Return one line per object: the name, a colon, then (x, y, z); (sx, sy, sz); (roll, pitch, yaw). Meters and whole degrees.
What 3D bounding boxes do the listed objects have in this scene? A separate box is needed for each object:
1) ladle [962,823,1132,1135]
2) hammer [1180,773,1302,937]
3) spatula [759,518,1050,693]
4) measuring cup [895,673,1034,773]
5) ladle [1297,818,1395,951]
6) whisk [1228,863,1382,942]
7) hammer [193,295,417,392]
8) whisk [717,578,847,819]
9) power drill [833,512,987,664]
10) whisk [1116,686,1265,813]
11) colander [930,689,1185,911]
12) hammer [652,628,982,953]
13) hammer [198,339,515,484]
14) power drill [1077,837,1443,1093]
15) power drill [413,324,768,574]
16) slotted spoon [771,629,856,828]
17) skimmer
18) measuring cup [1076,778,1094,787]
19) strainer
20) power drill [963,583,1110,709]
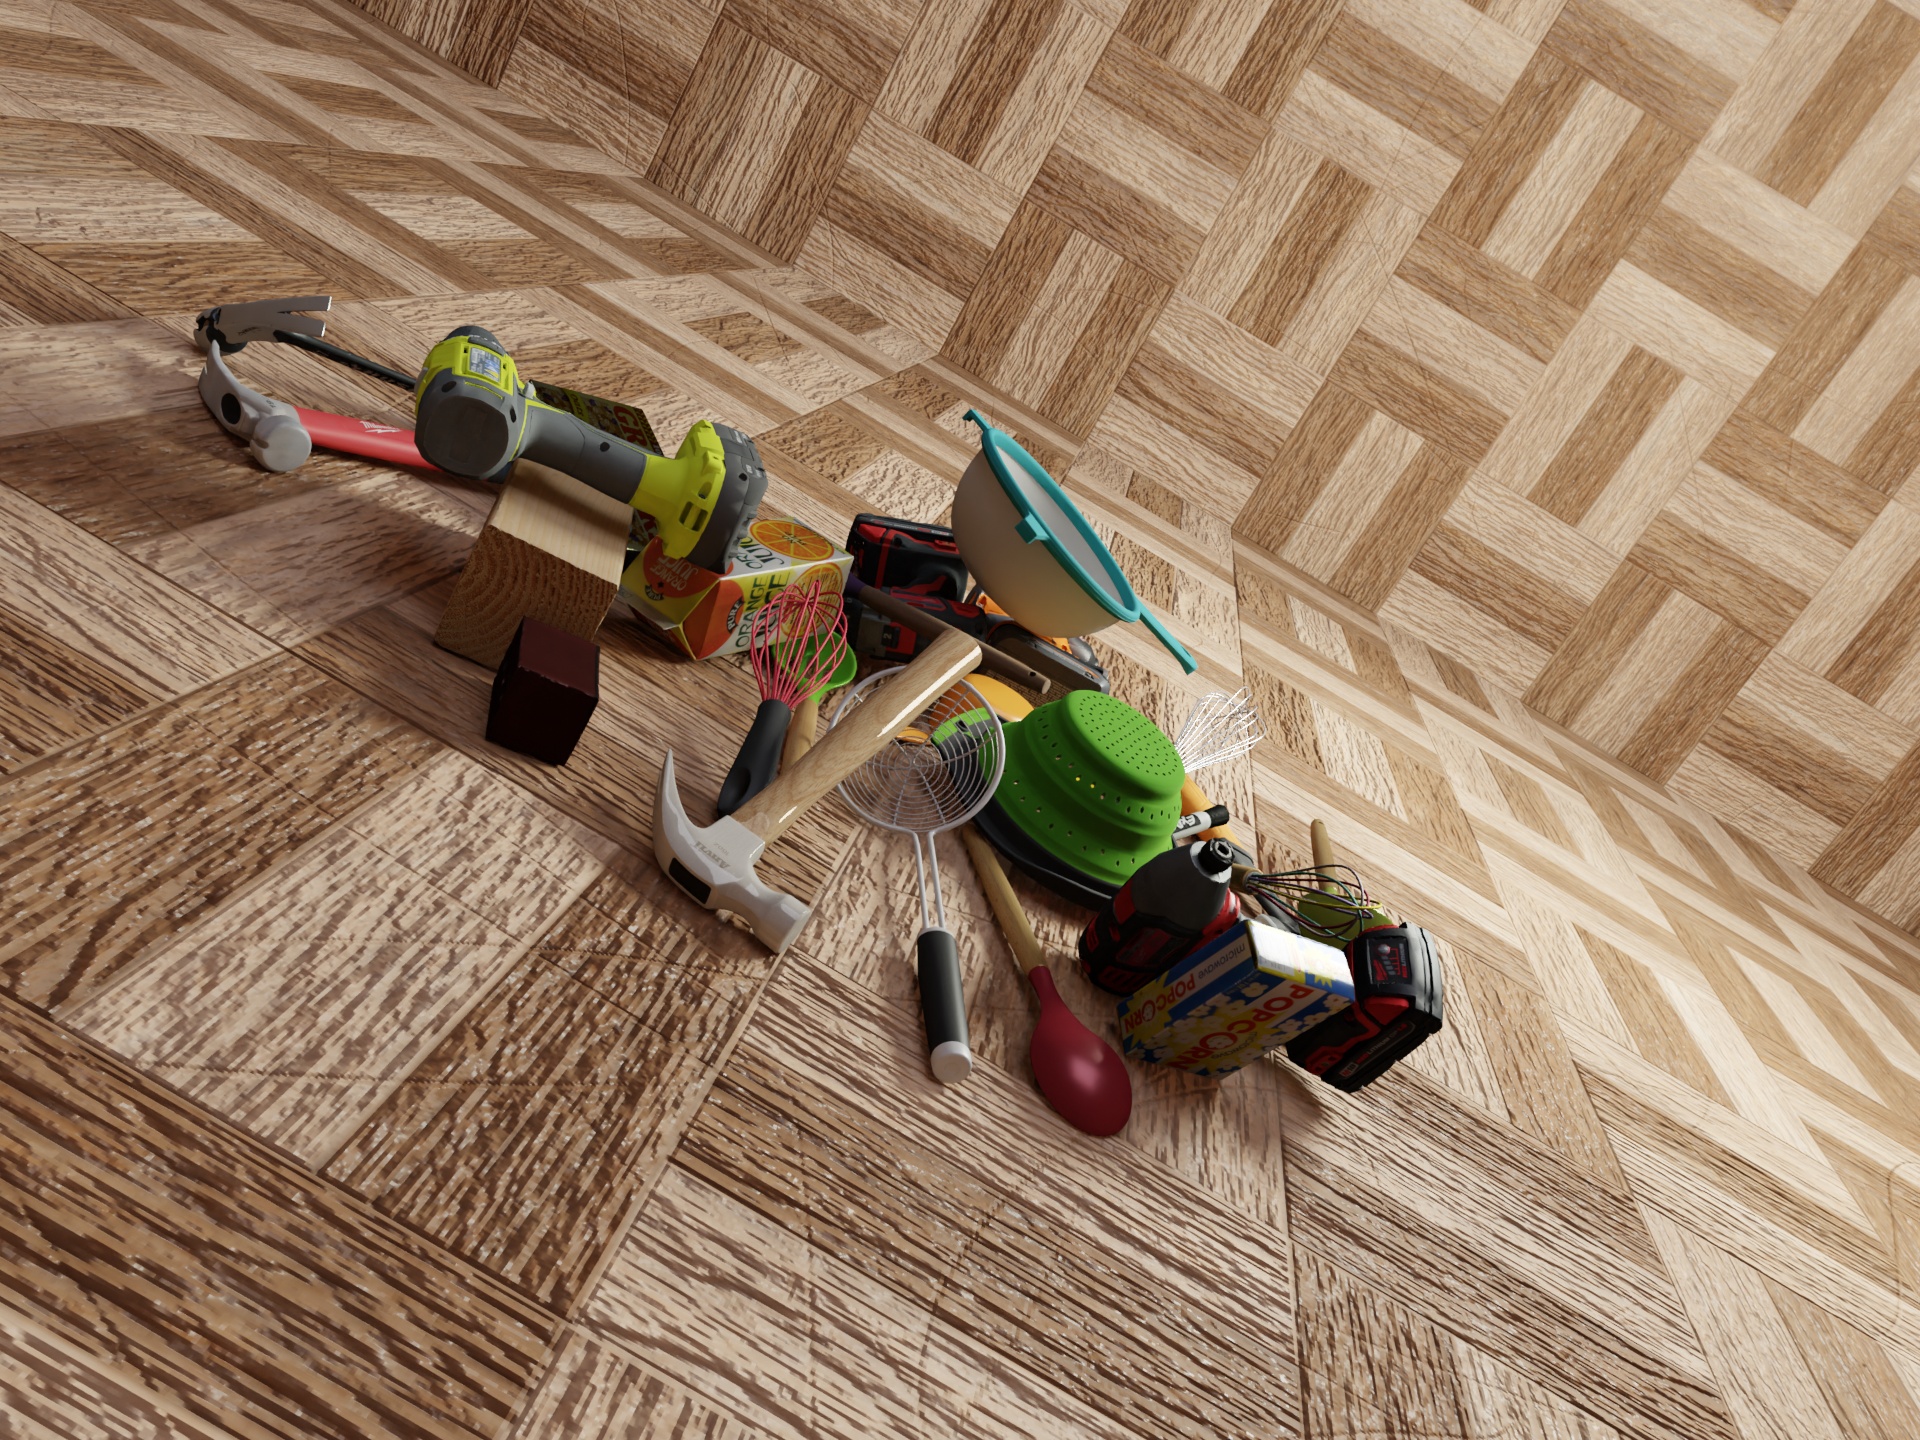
ladle: (0.044, 0.151, 1.032); (0.069, 0.031, 0.316); (21, 20, -24)
hammer: (0.238, 0.108, 1.416); (0.127, 0.034, 0.337); (18, 23, -31)
spatula: (-0.060, -0.092, 1.292); (0.316, 0.018, 0.060); (28, 55, 25)
measuring cup: (-0.002, -0.004, 1.304); (0.095, 0.052, 0.173); (43, 20, 32)
ladle: (0.316, 0.128, 1.345); (0.078, 0.062, 0.320); (24, 17, 3)
whisk: (0.242, 0.129, 1.228); (0.051, 0.047, 0.245); (65, -19, -12)
hammer: (-0.396, -0.257, 1.306); (0.149, 0.036, 0.408); (3, -9, 42)
whisk: (-0.126, -0.015, 1.102); (0.073, 0.073, 0.296); (27, 31, -11)
power drill: (-0.073, -0.114, 1.415); (0.188, 0.080, 0.227); (9, 23, -5)
whisk: (0.194, 0.036, 1.415); (0.070, 0.070, 0.284); (37, 38, 17)
colander: (0.161, 0.097, 1.183); (0.397, 0.094, 0.204); (41, 27, 13)
hammer: (-0.077, 0.017, 1.019); (0.130, 0.031, 0.331); (35, 38, 9)
hammer: (-0.396, -0.213, 1.261); (0.386, 0.038, 0.143); (6, 30, -51)
power drill: (0.204, 0.156, 1.060); (0.219, 0.143, 0.079); (24, 41, -13)
power drill: (-0.258, -0.195, 1.090); (0.228, 0.080, 0.191); (20, 22, -24)
slotted spoon: (-0.116, 0.001, 1.163); (0.070, 0.031, 0.314); (17, 23, -8)
skimmer: (-0.021, 0.081, 1.010); (0.127, 0.090, 0.364); (-1, 27, -5)
measuring cup: (0.118, 0.052, 1.405); (0.062, 0.029, 0.156); (39, 32, 16)
strainer: (0.095, -0.115, 1.432); (0.340, 0.095, 0.211); (40, 19, -40)
power drill: (0.078, -0.053, 1.512); (0.164, 0.084, 0.227); (28, 15, -10)
